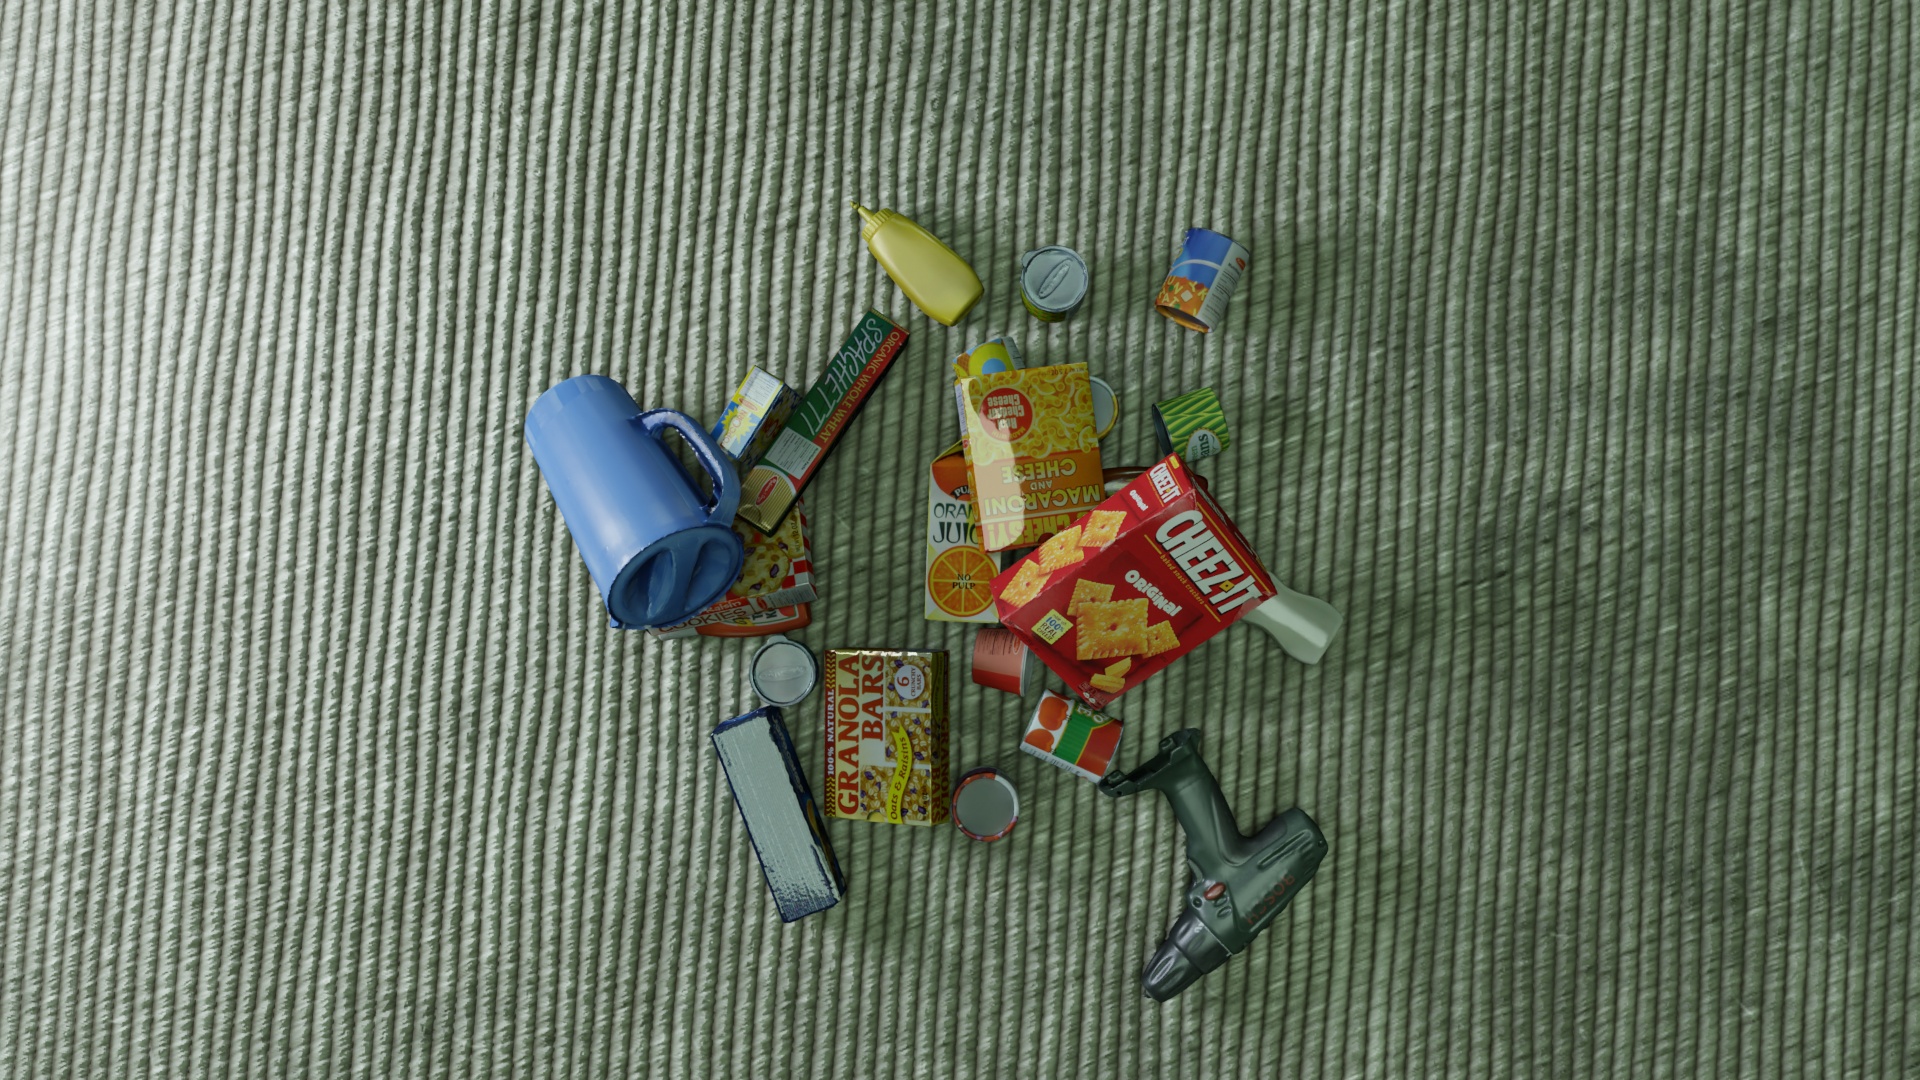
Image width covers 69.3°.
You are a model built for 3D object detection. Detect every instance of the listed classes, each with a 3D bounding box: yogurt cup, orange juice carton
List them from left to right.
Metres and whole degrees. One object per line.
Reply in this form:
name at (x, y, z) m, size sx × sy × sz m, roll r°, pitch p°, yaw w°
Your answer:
orange juice carton at (0.005, -0.017, 1.356) m, size 0.073 × 0.072 × 0.192 m, roll 2°, pitch 88°, yaw 1°
yogurt cup at (0.042, 0.116, 1.355) m, size 0.054 × 0.072 × 0.072 m, roll 7°, pitch 88°, yaw 10°

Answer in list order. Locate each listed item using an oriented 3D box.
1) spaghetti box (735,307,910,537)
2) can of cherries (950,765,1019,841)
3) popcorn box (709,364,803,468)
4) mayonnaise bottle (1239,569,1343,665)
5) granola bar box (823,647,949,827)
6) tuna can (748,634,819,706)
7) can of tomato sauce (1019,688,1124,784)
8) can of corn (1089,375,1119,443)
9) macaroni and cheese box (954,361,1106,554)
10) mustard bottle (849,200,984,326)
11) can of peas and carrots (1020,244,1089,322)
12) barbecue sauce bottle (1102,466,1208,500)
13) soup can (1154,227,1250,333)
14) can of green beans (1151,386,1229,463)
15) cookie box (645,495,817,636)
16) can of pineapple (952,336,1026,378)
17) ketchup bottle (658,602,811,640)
spaghetti box at (-0.135, -0.117, 1.354) m, size 0.050 × 0.028 × 0.251 m, roll 32°, pitch 73°, yaw 3°
can of cherries at (0.023, 0.257, 1.351) m, size 0.071 × 0.058 × 0.071 m, roll 0°, pitch 88°, yaw 1°
popcorn box at (-0.193, -0.114, 1.337) m, size 0.038 × 0.126 × 0.085 m, roll 31°, pitch 89°, yaw 6°
mayonnaise bottle at (0.297, 0.059, 1.363) m, size 0.148 × 0.041 × 0.065 m, roll 33°, pitch 89°, yaw 4°
granola bar box at (-0.072, 0.187, 1.340) m, size 0.124 × 0.039 × 0.165 m, roll -1°, pitch 87°, yaw 29°
tuna can at (-0.174, 0.128, 1.373) m, size 0.071 × 0.033 × 0.071 m, roll 0°, pitch 88°, yaw 1°
can of tomato sauce at (0.109, 0.188, 1.348) m, size 0.083 × 0.071 × 0.071 m, roll 24°, pitch 89°, yaw 3°
can of corn at (0.121, -0.124, 1.365) m, size 0.071 × 0.058 × 0.071 m, roll 0°, pitch 88°, yaw 1°
macaroni and cheese box at (0.068, -0.077, 1.305) m, size 0.124 × 0.040 × 0.166 m, roll -8°, pitch 90°, yaw -9°
mustard bottle at (-0.049, -0.284, 1.380) m, size 0.160 × 0.049 × 0.065 m, roll 44°, pitch 90°, yaw 3°
can of peas and carrots at (0.090, -0.254, 1.371) m, size 0.071 × 0.058 × 0.071 m, roll 0°, pitch 87°, yaw 2°
barbecue sauce bottle at (0.165, -0.045, 1.368) m, size 0.148 × 0.044 × 0.064 m, roll 10°, pitch 97°, yaw 2°
soup can at (0.235, -0.256, 1.366) m, size 0.071 × 0.071 × 0.084 m, roll 26°, pitch 89°, yaw 2°
can of green beans at (0.225, -0.111, 1.359) m, size 0.058 × 0.071 × 0.071 m, roll -17°, pitch 88°, yaw 0°
cookie box at (-0.232, 0.015, 1.351) m, size 0.167 × 0.040 × 0.123 m, roll -12°, pitch 60°, yaw 1°
can of pineapple at (0.030, -0.161, 1.365) m, size 0.071 × 0.071 × 0.058 m, roll -22°, pitch 87°, yaw 0°
ketchup bottle at (-0.225, 0.068, 1.371) m, size 0.149 × 0.043 × 0.065 m, roll -11°, pitch 78°, yaw 1°
